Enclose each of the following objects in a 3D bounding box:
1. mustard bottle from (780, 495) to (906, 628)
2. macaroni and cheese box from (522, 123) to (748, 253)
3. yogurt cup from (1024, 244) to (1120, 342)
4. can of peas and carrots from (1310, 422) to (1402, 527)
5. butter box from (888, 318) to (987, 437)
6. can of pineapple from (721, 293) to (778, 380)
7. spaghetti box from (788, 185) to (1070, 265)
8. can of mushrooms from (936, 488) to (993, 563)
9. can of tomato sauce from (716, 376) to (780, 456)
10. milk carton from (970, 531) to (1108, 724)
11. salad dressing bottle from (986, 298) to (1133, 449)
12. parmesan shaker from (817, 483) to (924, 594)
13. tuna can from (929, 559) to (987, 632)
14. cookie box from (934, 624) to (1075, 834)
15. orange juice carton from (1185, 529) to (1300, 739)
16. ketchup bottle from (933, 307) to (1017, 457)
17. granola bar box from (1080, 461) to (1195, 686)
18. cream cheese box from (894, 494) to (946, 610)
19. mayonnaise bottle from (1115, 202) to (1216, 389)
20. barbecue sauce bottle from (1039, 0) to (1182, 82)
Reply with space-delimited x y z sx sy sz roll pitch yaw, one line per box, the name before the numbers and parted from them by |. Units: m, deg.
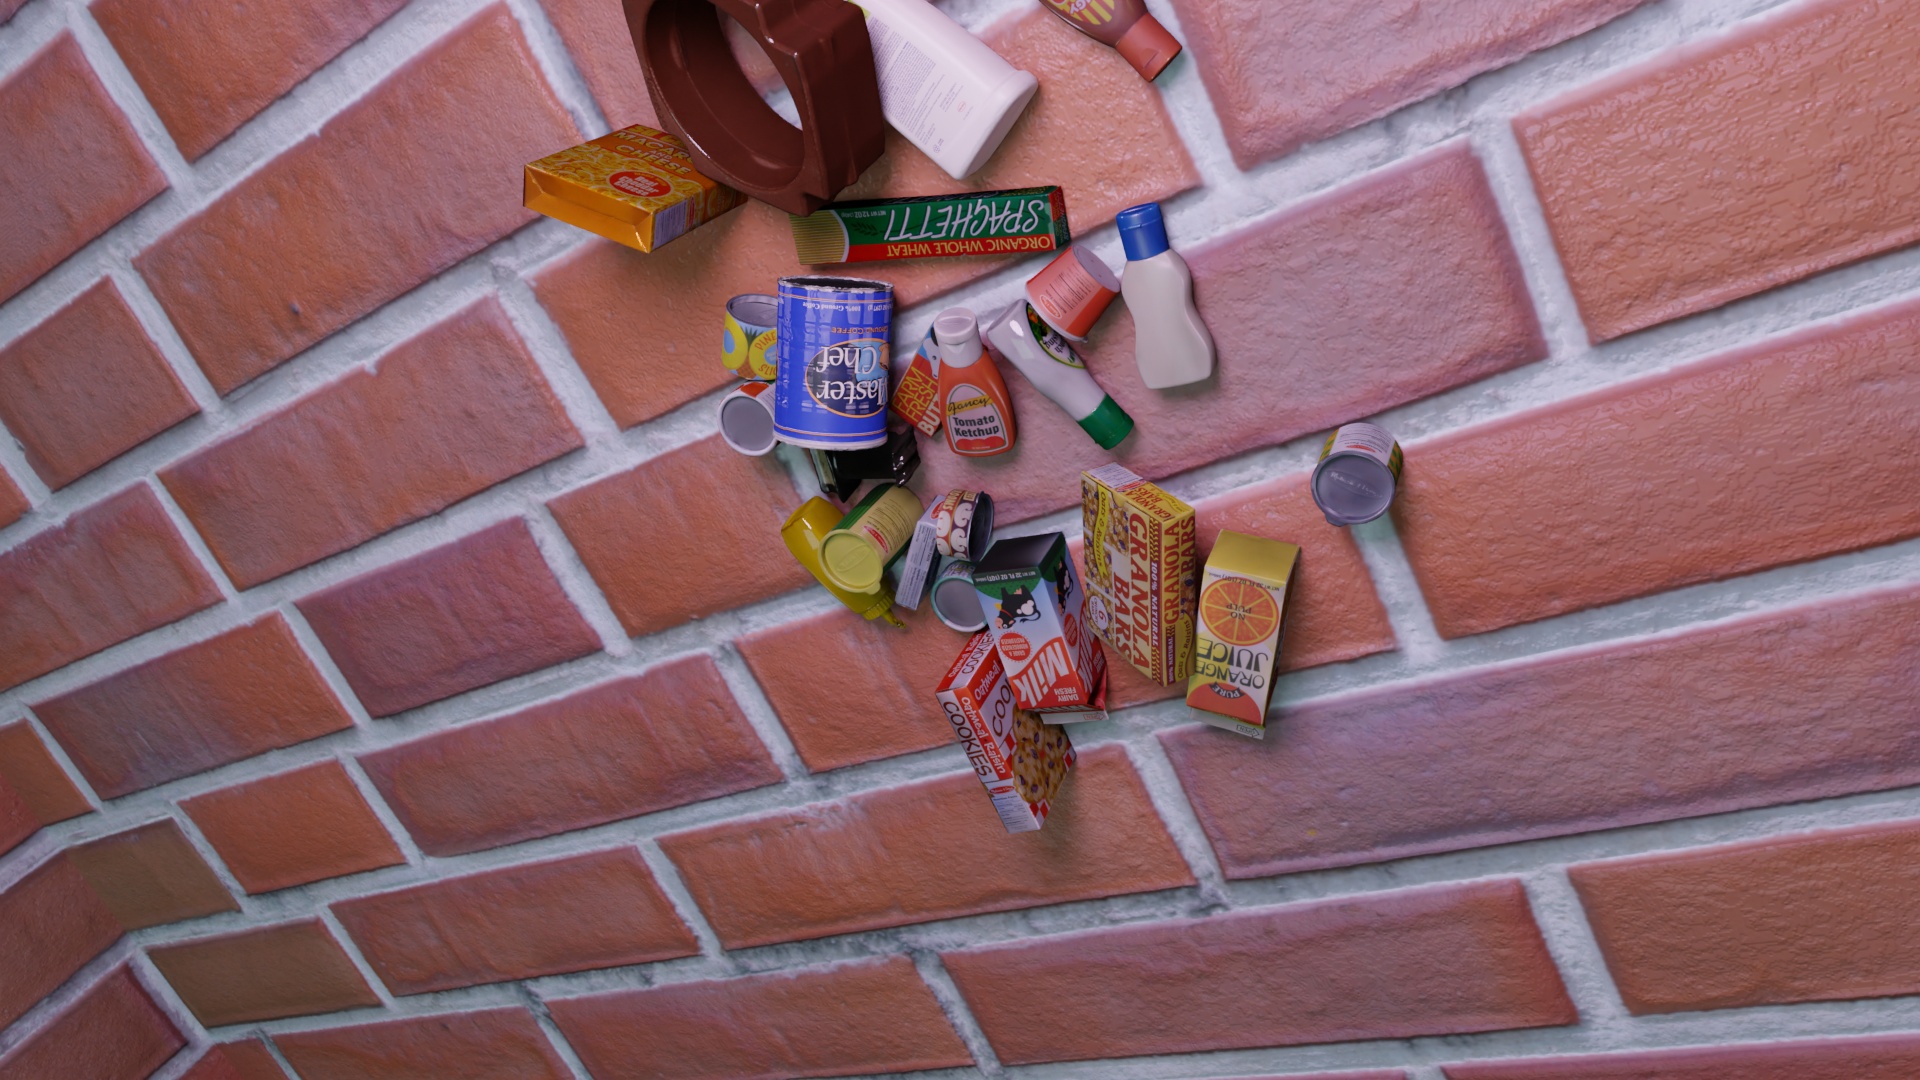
mustard bottle | -0.109 0.032 1.376 0.048 0.065 0.160 -32 105 30
macaroni and cheese box | -0.273 -0.307 1.196 0.124 0.167 0.040 22 124 11
yogurt cup | 0.095 -0.207 1.150 0.072 0.073 0.053 44 118 -4
can of peas and carrots | 0.323 -0.053 1.134 0.071 0.059 0.070 11 122 19
butter box | -0.022 -0.148 1.259 0.053 0.024 0.103 34 125 4
can of pineapple | -0.185 -0.187 1.284 0.071 0.071 0.057 21 125 12
spaghetti box | -0.030 -0.270 1.192 0.250 0.029 0.050 2 119 24
can of mushrooms | 0.005 -0.016 1.295 0.033 0.071 0.070 11 121 20
can of tomato sauce | -0.183 -0.124 1.309 0.071 0.083 0.070 11 121 19
milk carton | 0.082 0.094 1.317 0.072 0.074 0.190 -8 114 27
salad dressing bottle | 0.088 -0.141 1.194 0.044 0.064 0.147 -39 106 26
parmesan shaker | -0.081 -0.002 1.319 0.071 0.103 0.071 11 121 19
tuna can | 0.005 0.052 1.353 0.071 0.033 0.070 11 122 18
cookie box | 0.046 0.179 1.350 0.040 0.123 0.167 -16 110 30
orange juice carton | 0.249 0.093 1.241 0.072 0.073 0.191 13 122 18
ketchup bottle | 0.008 -0.136 1.207 0.065 0.044 0.148 -3 140 11
granola bar box | 0.156 0.029 1.226 0.124 0.039 0.164 38 140 53
cream cheese box | -0.033 0.012 1.336 0.024 0.054 0.103 23 124 9
mayonnaise bottle | 0.163 -0.200 1.137 0.064 0.041 0.147 -8 112 26
barbecue sauce bottle | 0.102 -0.410 1.044 0.148 0.044 0.064 44 125 -4
